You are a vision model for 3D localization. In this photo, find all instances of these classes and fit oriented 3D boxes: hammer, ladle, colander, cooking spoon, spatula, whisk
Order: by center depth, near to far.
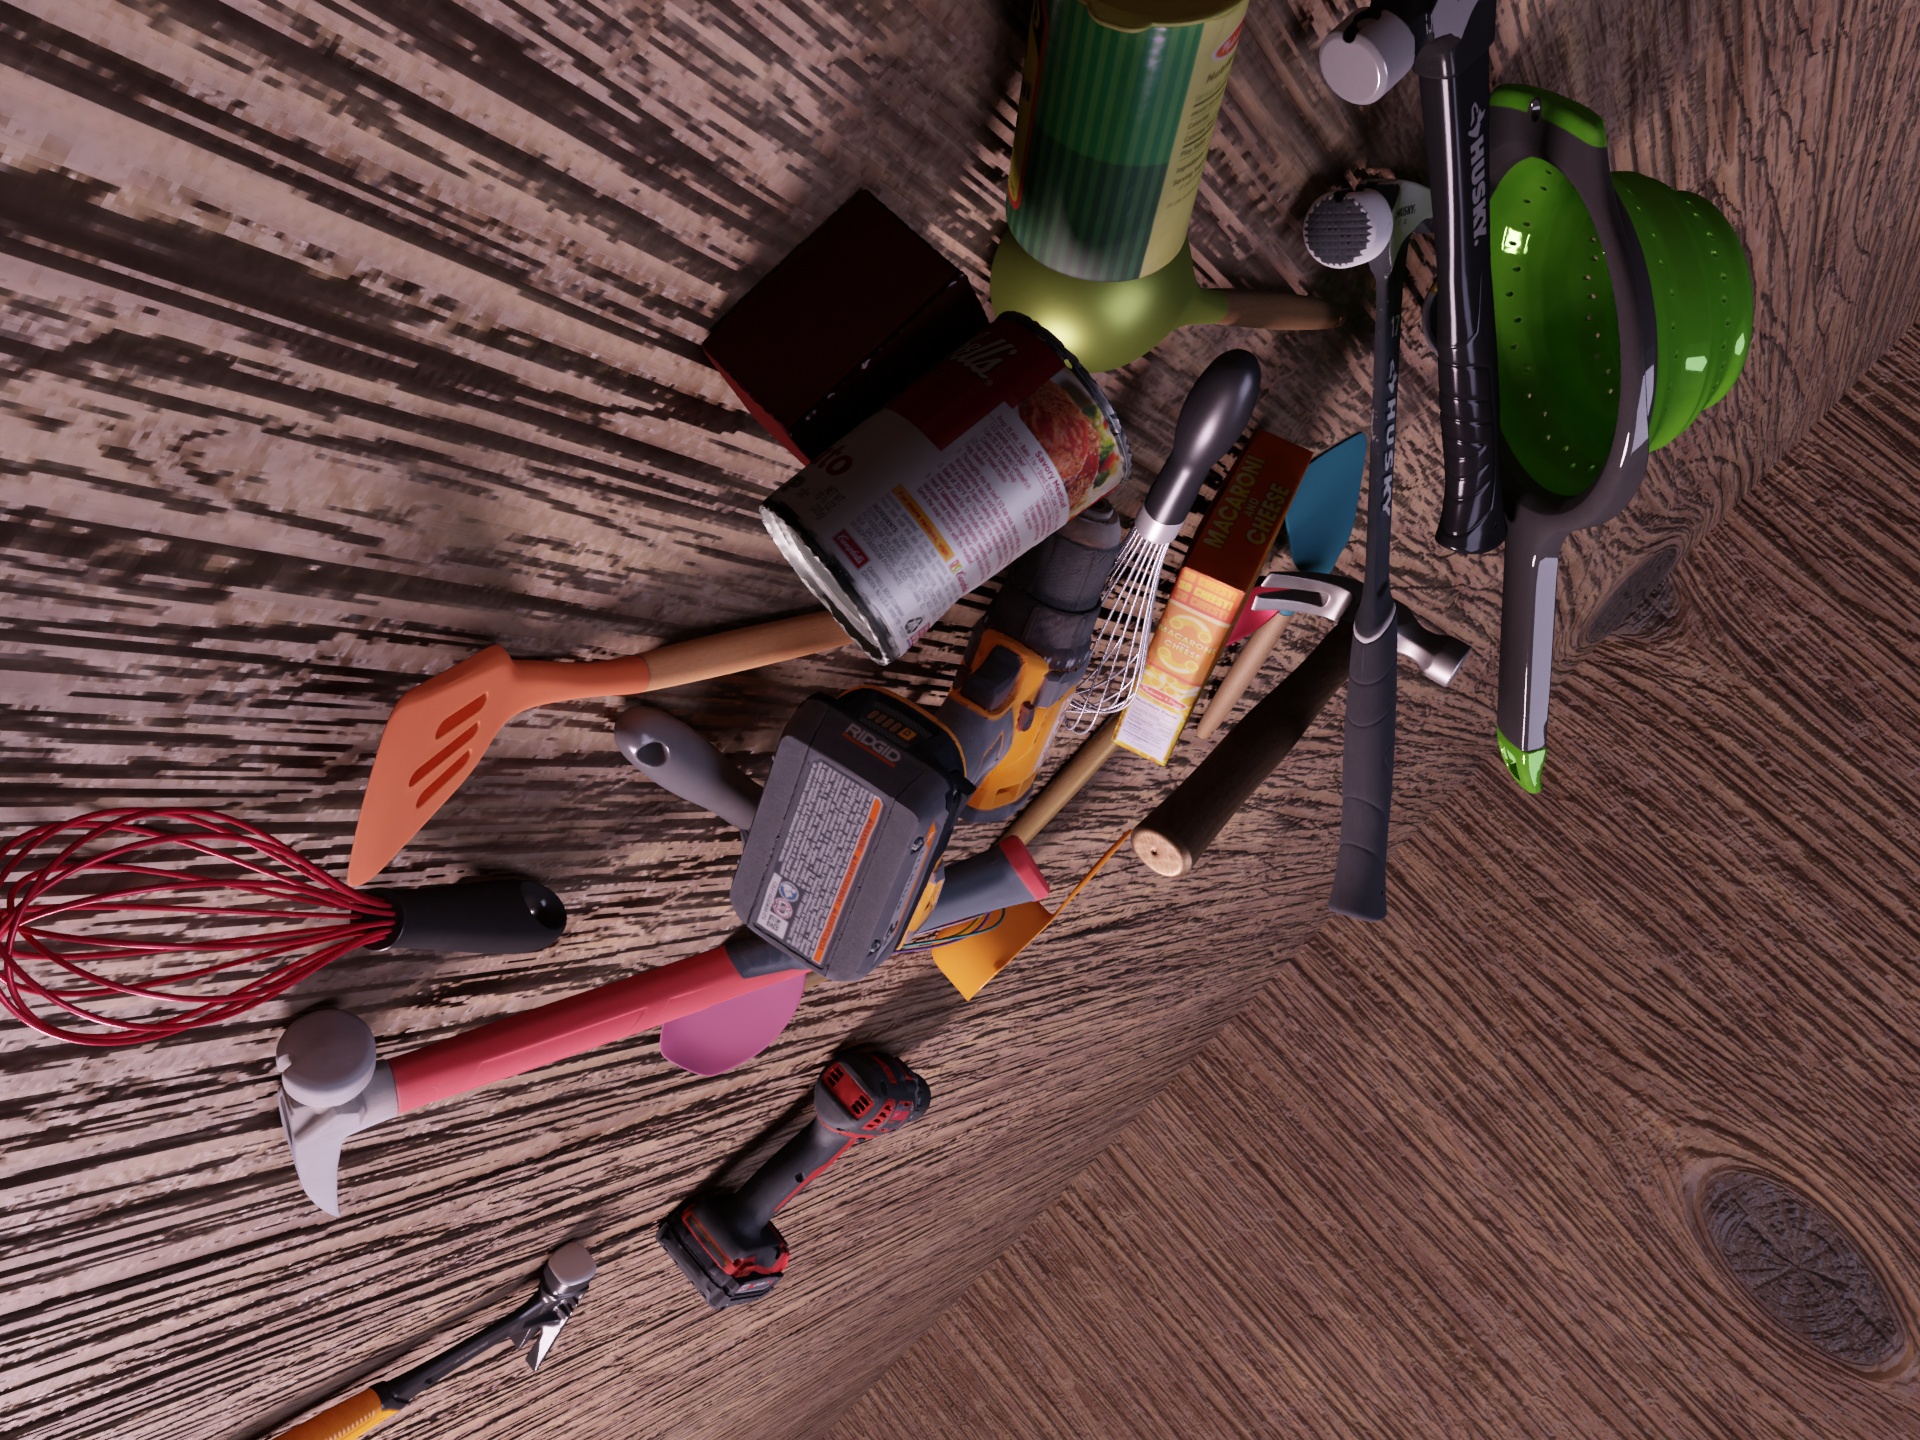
[{"bbox_3d":[-0.219,0.070,0.565,0.073,0.073,0.295,-46,164,6],"label":"whisk"},{"bbox_3d":[-0.104,-0.017,0.629,0.322,0.041,0.081,-18,142,-51],"label":"spatula"},{"bbox_3d":[0.112,-0.191,0.708,0.078,0.062,0.320,-57,163,27],"label":"ladle"},{"bbox_3d":[-0.103,0.040,0.743,0.055,0.055,0.238,-43,155,-2],"label":"whisk"},{"bbox_3d":[0.239,-0.205,0.746,0.146,0.035,0.334,-45,141,-19],"label":"hammer"},{"bbox_3d":[-0.126,0.134,0.776,0.386,0.038,0.143,-15,149,-29],"label":"hammer"},{"bbox_3d":[0.089,-0.082,0.806,0.070,0.070,0.284,-31,160,-30],"label":"whisk"},{"bbox_3d":[0.222,-0.075,0.846,0.149,0.036,0.408,-31,125,-49],"label":"hammer"},{"bbox_3d":[0.341,-0.136,0.849,0.094,0.205,0.396,-12,122,-4],"label":"colander"},{"bbox_3d":[-0.066,0.083,0.905,0.068,0.017,0.319,33,104,-26],"label":"cooking spoon"},{"bbox_3d":[0.186,-0.005,0.925,0.331,0.130,0.031,-38,155,-47],"label":"hammer"},{"bbox_3d":[-0.387,0.445,1.011,0.337,0.034,0.127,-16,145,-50],"label":"hammer"},{"bbox_3d":[-0.059,0.148,1.029,0.245,0.051,0.047,-18,154,-43],"label":"whisk"},{"bbox_3d":[0.104,0.013,1.088,0.315,0.031,0.069,-48,148,16],"label":"ladle"},{"bbox_3d":[0.216,-0.075,1.132,0.082,0.044,0.317,-34,162,-27],"label":"spatula"}]

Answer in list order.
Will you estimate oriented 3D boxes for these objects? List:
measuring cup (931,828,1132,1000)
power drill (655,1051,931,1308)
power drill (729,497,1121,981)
[{"bbox_3d":[0.048,0.125,1.149,0.173,0.052,0.095,-47,172,10],"label":"measuring cup"},{"bbox_3d":[-0.119,0.360,1.285,0.226,0.080,0.187,-46,160,-1],"label":"power drill"},{"bbox_3d":[-0.001,-0.002,0.741,0.226,0.084,0.185,-40,157,-54],"label":"power drill"}]
